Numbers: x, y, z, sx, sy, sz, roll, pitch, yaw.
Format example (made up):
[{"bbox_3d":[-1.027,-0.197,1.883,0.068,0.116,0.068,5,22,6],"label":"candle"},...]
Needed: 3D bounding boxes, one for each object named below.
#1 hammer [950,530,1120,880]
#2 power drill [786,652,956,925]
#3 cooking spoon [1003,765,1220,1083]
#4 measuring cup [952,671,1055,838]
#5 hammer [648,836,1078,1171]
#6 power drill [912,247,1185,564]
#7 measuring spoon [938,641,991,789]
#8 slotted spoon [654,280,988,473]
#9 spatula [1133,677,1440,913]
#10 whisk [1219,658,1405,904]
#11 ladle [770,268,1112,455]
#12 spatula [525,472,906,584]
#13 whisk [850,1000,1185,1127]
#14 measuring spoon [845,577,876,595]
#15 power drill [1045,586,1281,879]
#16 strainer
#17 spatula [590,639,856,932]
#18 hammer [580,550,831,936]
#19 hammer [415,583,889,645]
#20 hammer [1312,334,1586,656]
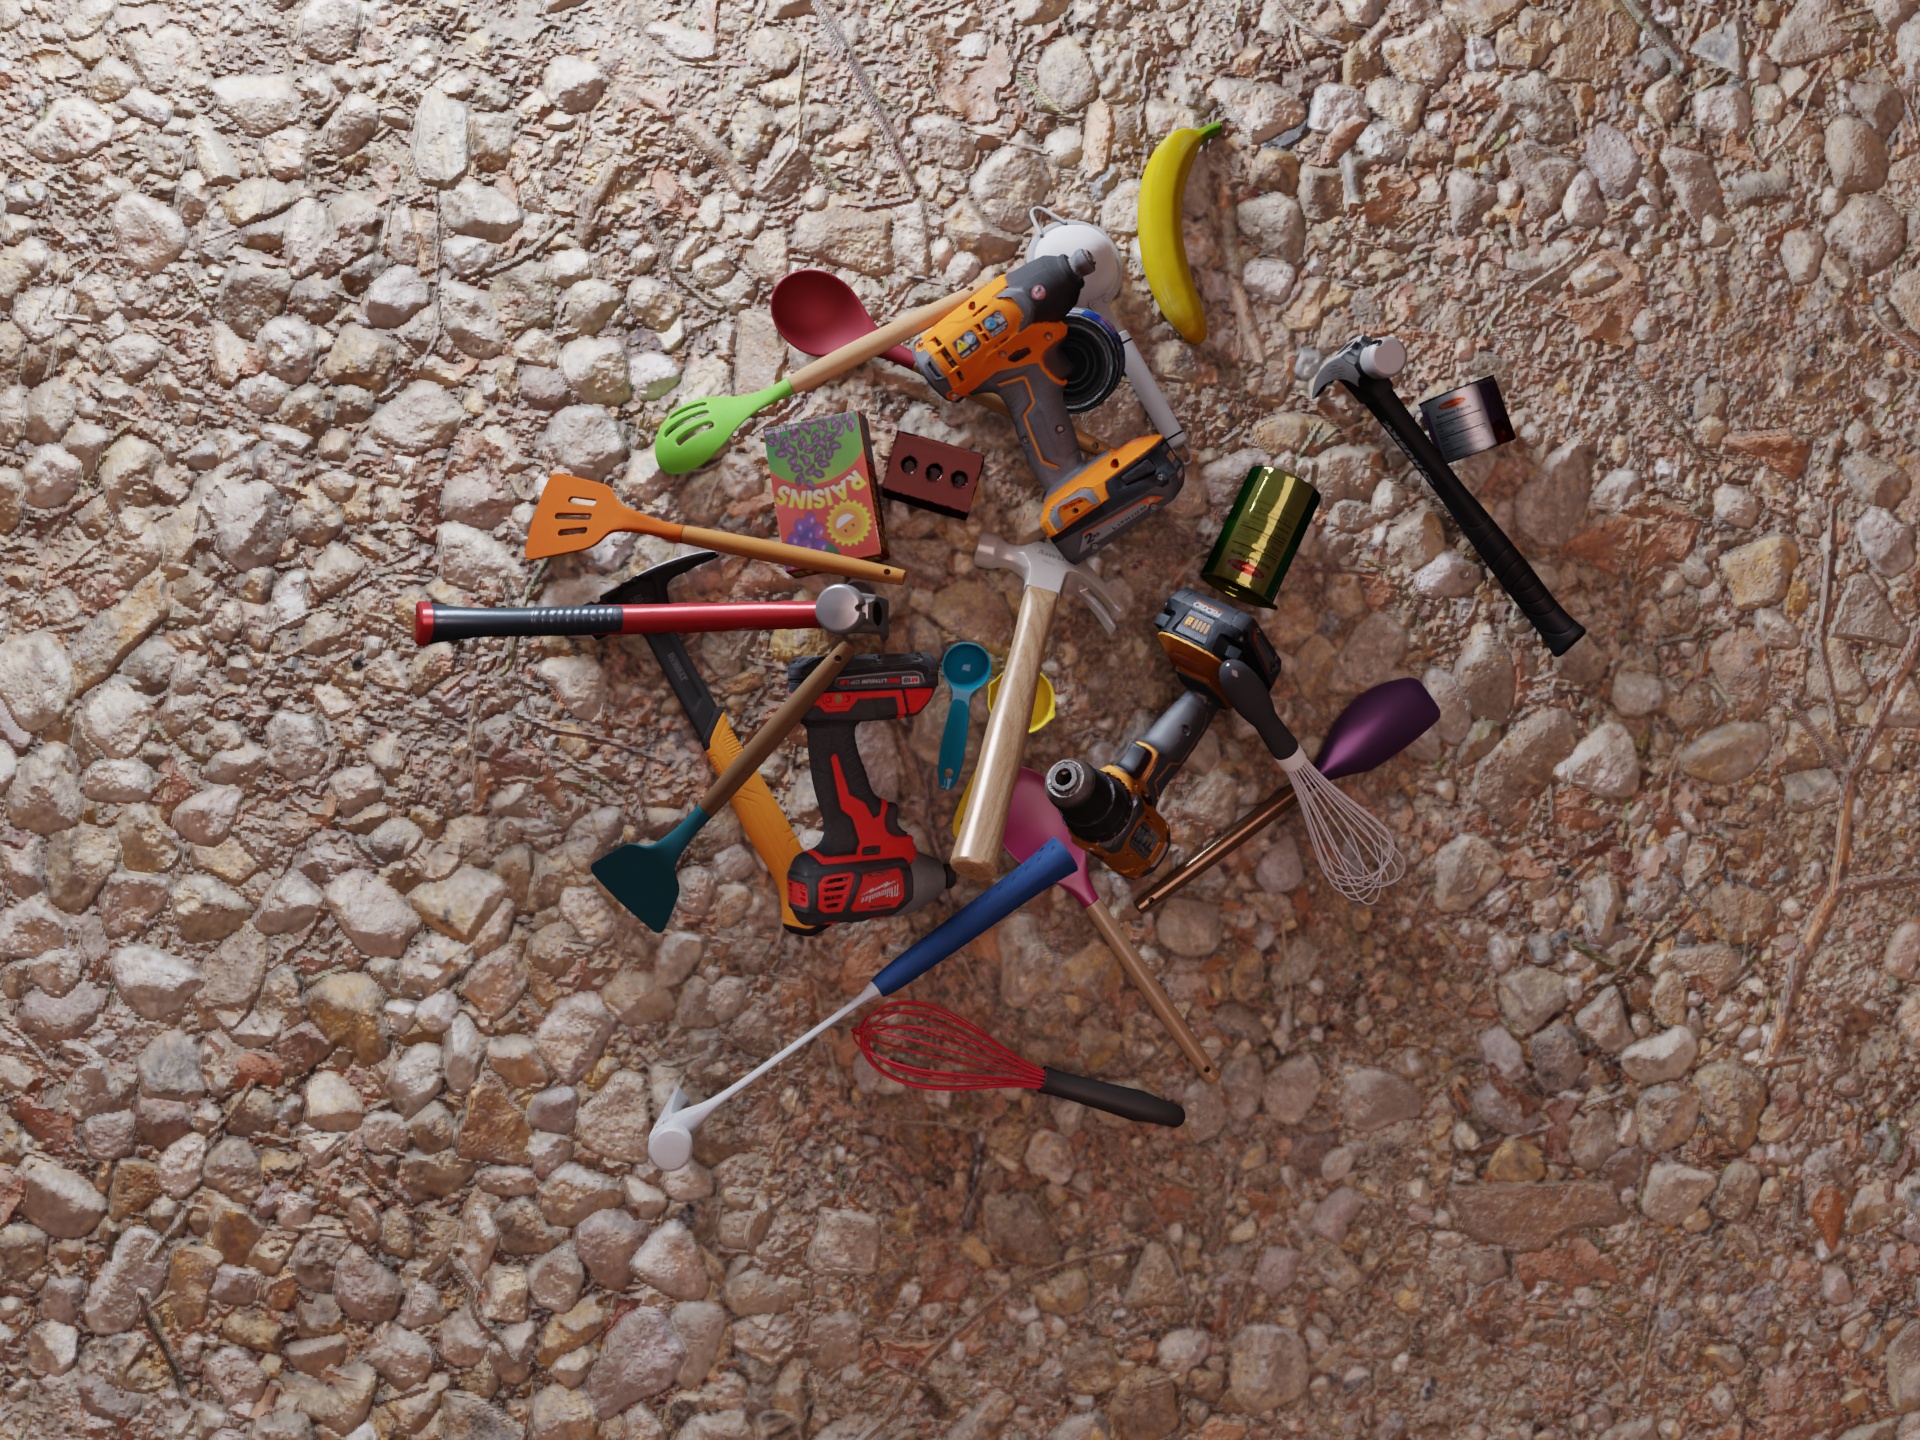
[{"bbox_3d":[0.046,-0.016,1.260,0.130,0.031,0.332,14,53,1],"label":"hammer"},{"bbox_3d":[-0.072,0.055,1.310,0.143,0.078,0.219,-3,92,-26],"label":"power drill"},{"bbox_3d":[0.126,0.177,1.357,0.069,0.017,0.319,-35,90,-7],"label":"cooking spoon"},{"bbox_3d":[0.030,0.028,1.350,0.062,0.029,0.156,25,89,-1],"label":"measuring cup"},{"bbox_3d":[-0.079,0.224,1.300,0.405,0.144,0.035,-34,93,-9],"label":"hammer"},{"bbox_3d":[0.087,-0.260,1.294,0.164,0.084,0.226,-33,97,23],"label":"power drill"},{"bbox_3d":[-0.002,-0.004,1.359,0.042,0.021,0.128,10,98,-2],"label":"measuring spoon"},{"bbox_3d":[-0.118,-0.292,1.324,0.314,0.031,0.070,-26,56,3],"label":"slotted spoon"},{"bbox_3d":[0.277,0.066,1.367,0.316,0.018,0.060,-37,90,-4],"label":"spatula"},{"bbox_3d":[0.283,0.049,1.297,0.070,0.070,0.284,-41,120,-3],"label":"whisk"},{"bbox_3d":[-0.014,-0.295,1.355,0.315,0.031,0.069,25,98,-4],"label":"ladle"},{"bbox_3d":[-0.203,-0.146,1.310,0.322,0.041,0.081,12,74,4],"label":"spatula"},{"bbox_3d":[0.050,0.296,1.334,0.295,0.073,0.073,17,88,-7],"label":"whisk"},{"bbox_3d":[-0.082,-0.145,1.357,0.034,0.018,0.124,3,82,10],"label":"measuring spoon"},{"bbox_3d":[0.157,0.008,1.284,0.084,0.185,0.226,29,84,32],"label":"power drill"},{"bbox_3d":[0.134,-0.333,1.358,0.087,0.050,0.258,-31,94,-17],"label":"strainer"},{"bbox_3d":[-0.186,0.049,1.279,0.082,0.044,0.317,43,107,0],"label":"spatula"},{"bbox_3d":[-0.189,0.025,1.337,0.127,0.034,0.337,-28,91,-2],"label":"hammer"},{"bbox_3d":[-0.251,-0.081,1.282,0.386,0.143,0.038,-1,89,10],"label":"hammer"},{"bbox_3d":[0.419,-0.184,1.341,0.035,0.146,0.334,-42,103,-2],"label":"hammer"}]
